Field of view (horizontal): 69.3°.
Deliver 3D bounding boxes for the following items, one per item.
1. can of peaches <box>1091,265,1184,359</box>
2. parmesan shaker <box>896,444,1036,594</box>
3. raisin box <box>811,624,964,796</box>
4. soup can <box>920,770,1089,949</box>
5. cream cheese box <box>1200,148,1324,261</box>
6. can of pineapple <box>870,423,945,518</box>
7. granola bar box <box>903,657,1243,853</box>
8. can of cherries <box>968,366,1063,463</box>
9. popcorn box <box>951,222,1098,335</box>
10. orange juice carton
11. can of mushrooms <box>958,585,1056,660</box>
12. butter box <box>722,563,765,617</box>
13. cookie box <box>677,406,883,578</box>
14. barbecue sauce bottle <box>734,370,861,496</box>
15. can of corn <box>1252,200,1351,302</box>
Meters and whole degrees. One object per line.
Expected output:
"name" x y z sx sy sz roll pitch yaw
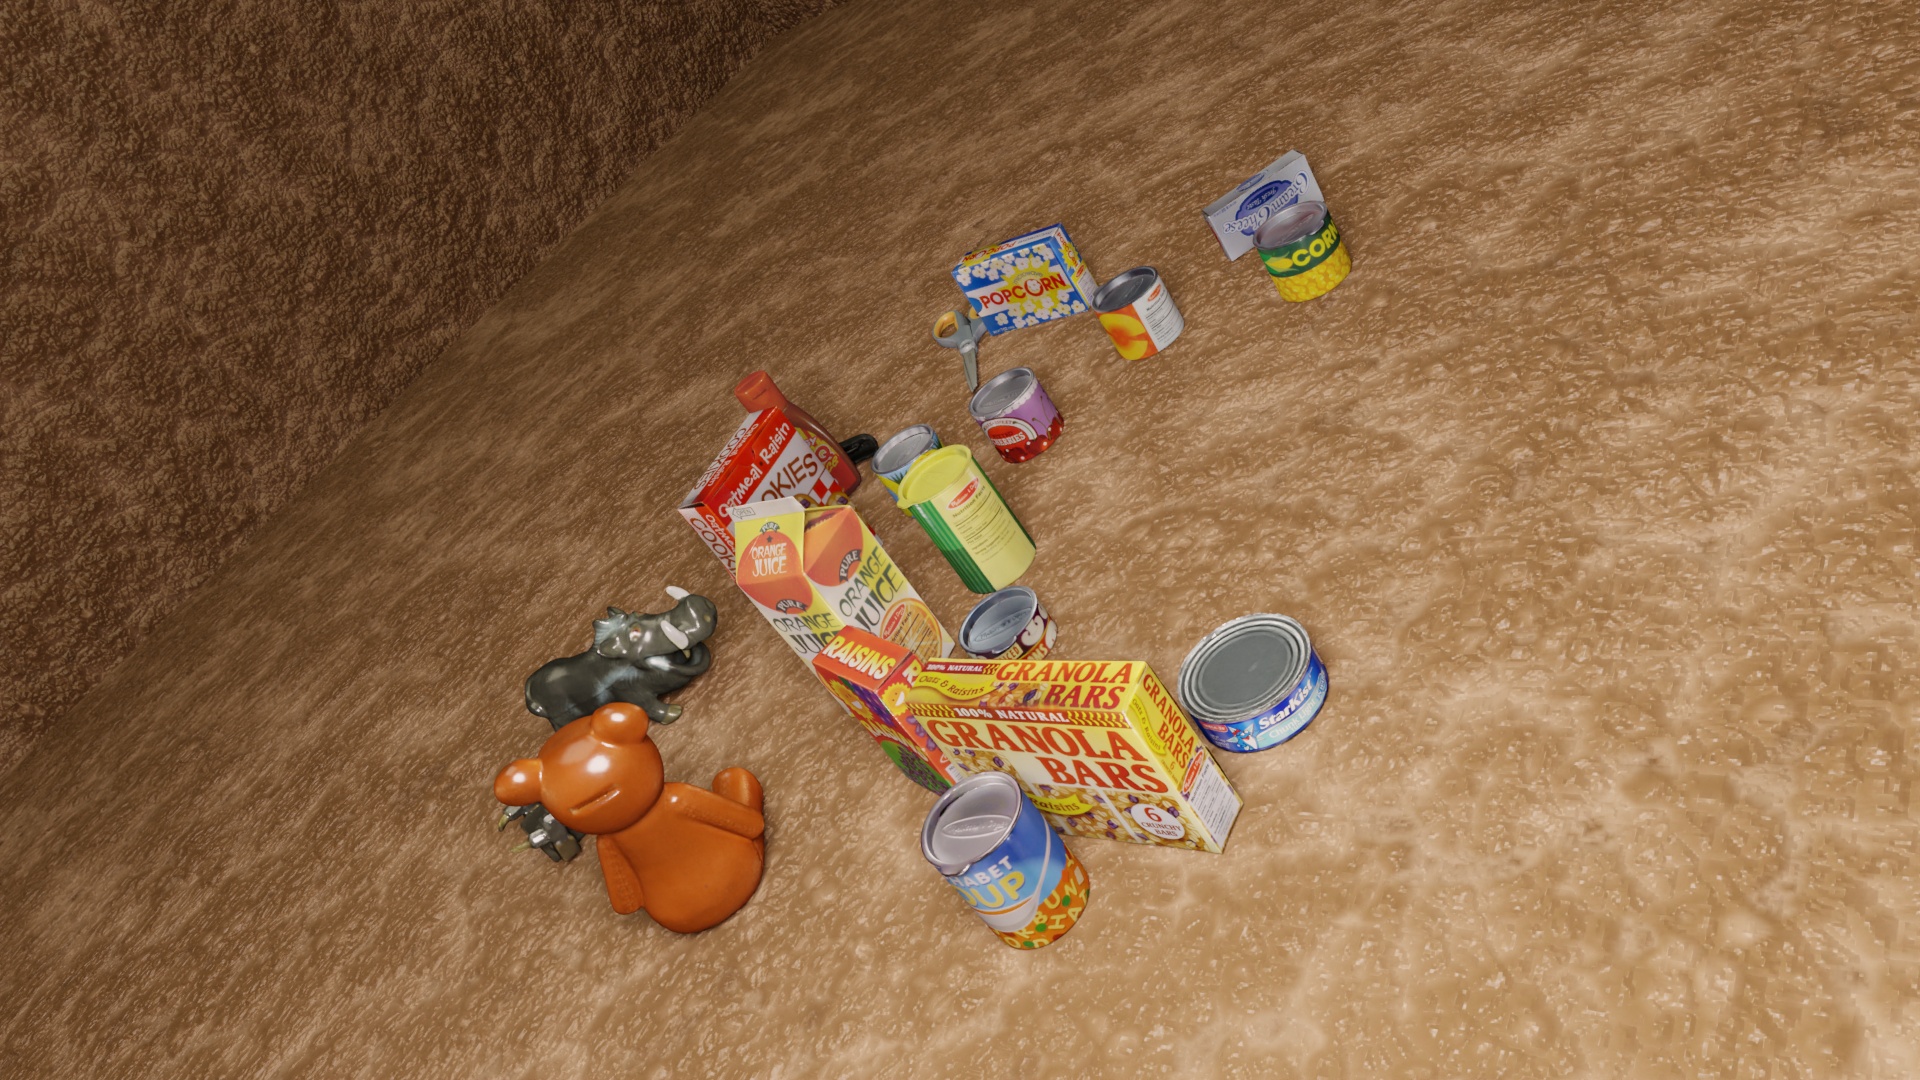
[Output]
"can of peaches" 0.159 -0.205 1.252 0.071 0.058 0.071 -26 30 17
"parmesan shaker" 0.004 -0.014 1.089 0.071 0.102 0.072 -26 30 17
"raisin box" -0.033 0.116 0.917 0.040 0.123 0.086 -46 31 -18
"soup can" 0.026 0.186 0.794 0.071 0.083 0.072 -26 30 17
"cream cheese box" 0.280 -0.309 1.283 0.104 0.053 0.024 -34 29 4
"can of pineapple" -0.037 -0.062 1.249 0.071 0.057 0.071 -26 30 17
"granola bar box" 0.064 0.122 0.807 0.165 0.124 0.039 -4 42 44
"can of cherries" 0.049 -0.109 1.227 0.071 0.058 0.072 -26 30 17
"popcorn box" 0.066 -0.263 1.407 0.126 0.085 0.038 -9 39 39
"orange juice carton" -0.092 0.041 1.019 0.071 0.192 0.073 -8 39 40
"can of mushrooms" 0.035 0.069 1.008 0.071 0.033 0.071 -26 30 17
"butter box" -0.199 0.029 1.291 0.024 0.053 0.104 -39 29 -5
"cookie box" -0.148 -0.012 1.180 0.040 0.167 0.123 -9 39 40
"barbecue sauce bottle" -0.160 -0.096 1.336 0.065 0.148 0.044 -38 29 -4
"can of corn" 0.290 -0.243 1.170 0.071 0.058 0.071 -26 30 17
